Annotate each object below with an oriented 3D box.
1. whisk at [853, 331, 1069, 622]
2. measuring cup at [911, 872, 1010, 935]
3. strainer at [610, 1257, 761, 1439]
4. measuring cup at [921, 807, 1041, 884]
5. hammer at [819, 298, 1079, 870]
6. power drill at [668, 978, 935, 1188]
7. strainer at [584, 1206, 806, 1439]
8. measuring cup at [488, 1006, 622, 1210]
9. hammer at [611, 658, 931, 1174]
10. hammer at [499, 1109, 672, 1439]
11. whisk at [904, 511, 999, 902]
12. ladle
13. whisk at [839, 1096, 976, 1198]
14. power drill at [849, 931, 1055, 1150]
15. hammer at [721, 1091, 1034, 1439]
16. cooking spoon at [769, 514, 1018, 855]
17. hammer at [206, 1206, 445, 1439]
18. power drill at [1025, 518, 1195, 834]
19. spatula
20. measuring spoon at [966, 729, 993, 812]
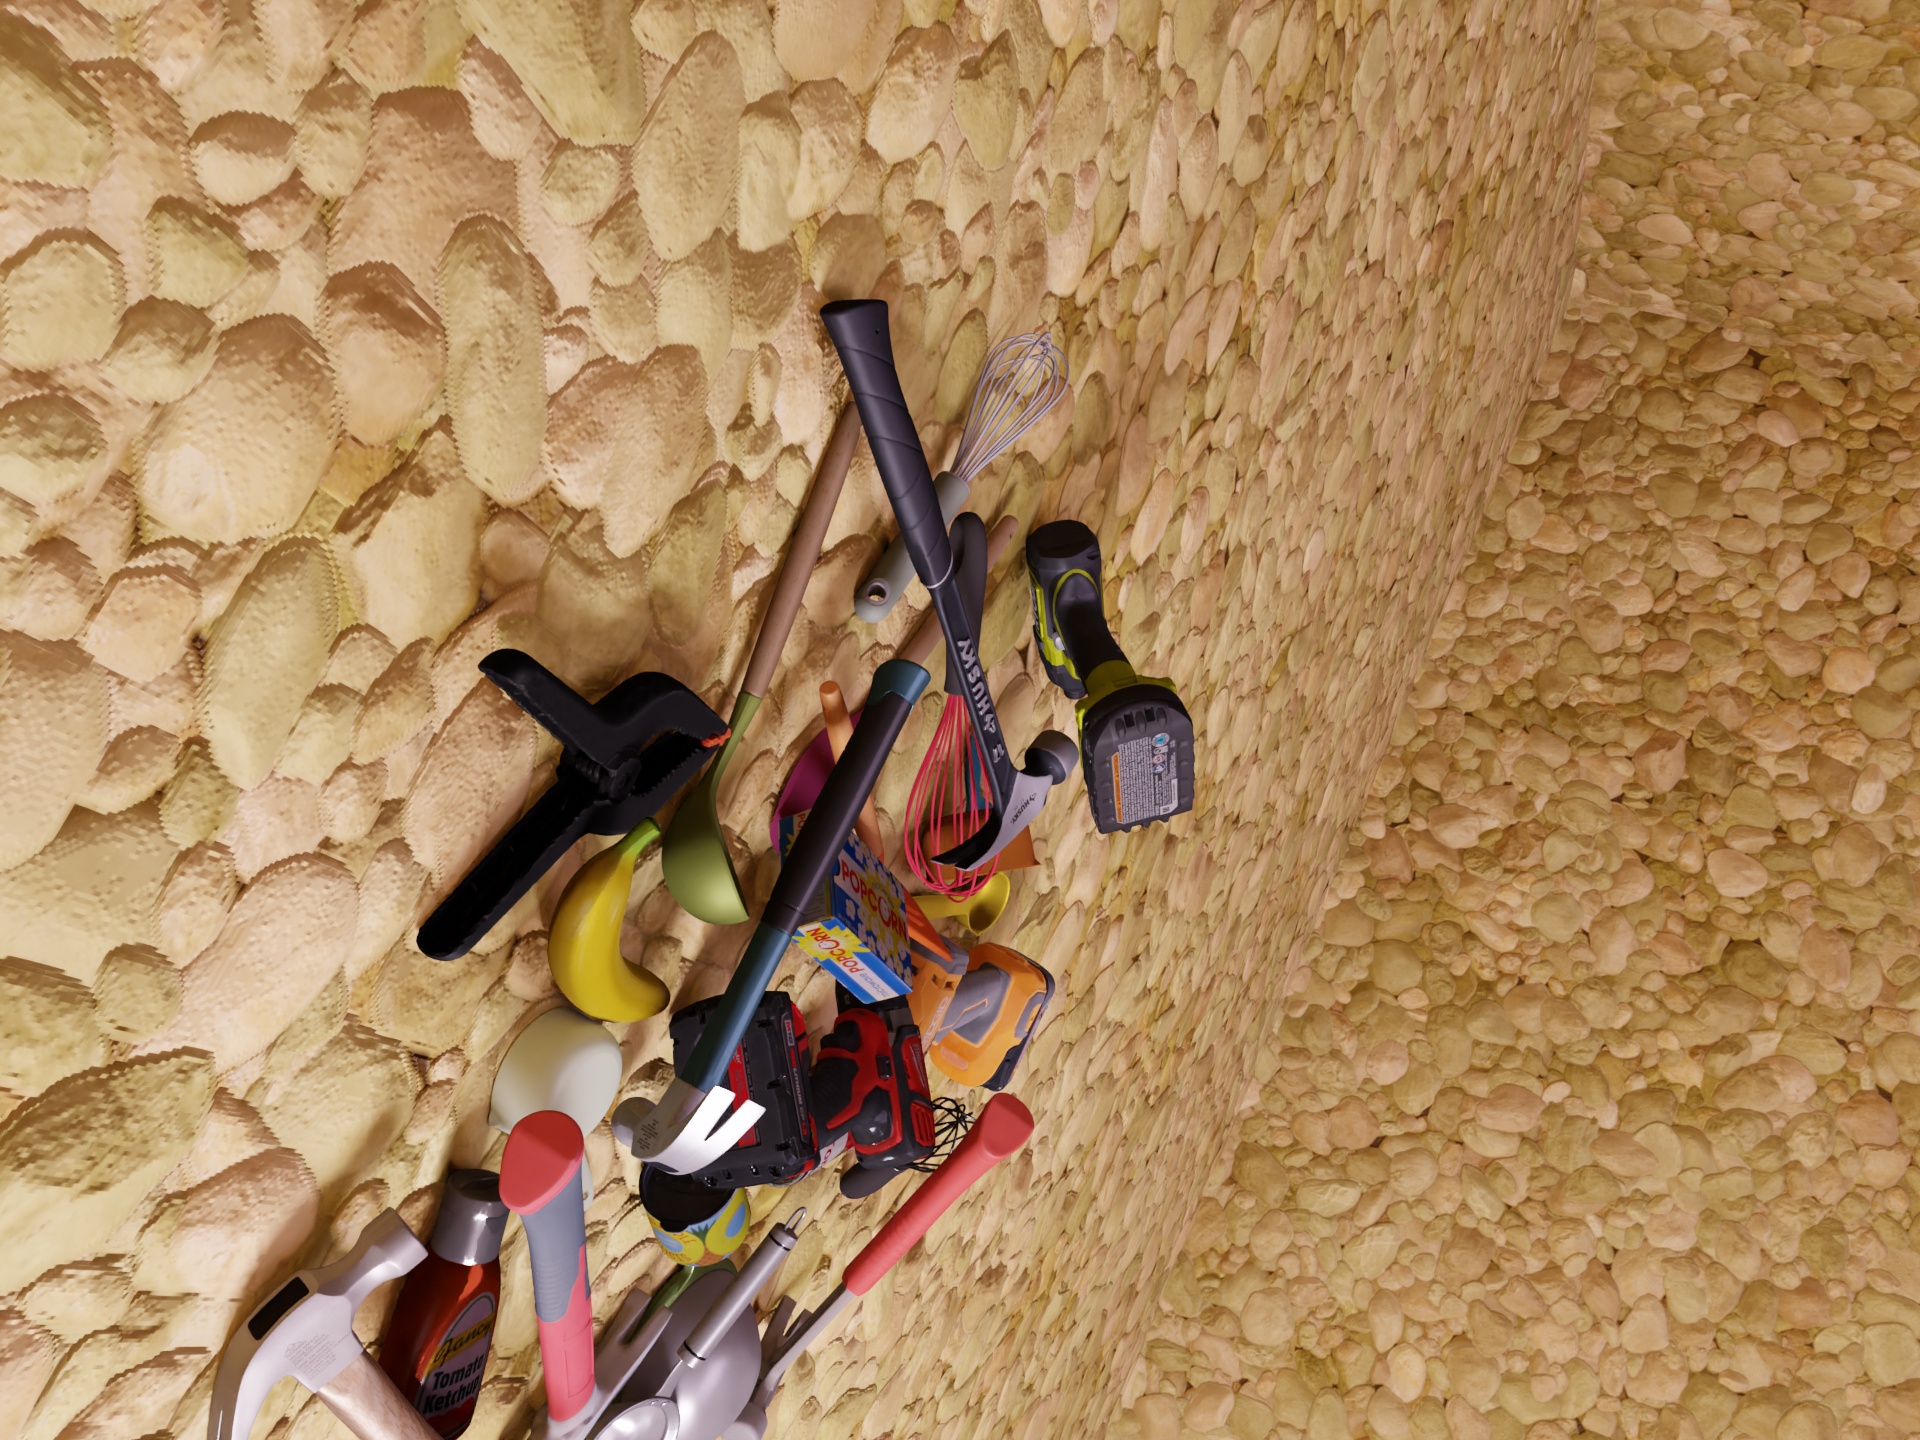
[{"bbox_3d":[0.000,-0.166,1.072,0.246,0.058,0.059,-57,174,-16],"label":"whisk"},{"bbox_3d":[-0.014,0.148,1.324,0.156,0.029,0.062,6,107,-54],"label":"measuring cup"},{"bbox_3d":[-0.171,0.419,1.129,0.151,0.069,0.256,-14,122,-62],"label":"strainer"},{"bbox_3d":[0.022,0.098,1.291,0.173,0.095,0.052,5,74,-77],"label":"measuring cup"},{"bbox_3d":[-0.014,-0.079,1.011,0.149,0.036,0.408,-50,136,-36],"label":"hammer"},{"bbox_3d":[-0.096,0.217,1.077,0.226,0.080,0.188,14,63,-62],"label":"power drill"},{"bbox_3d":[-0.185,0.429,1.063,0.258,0.050,0.086,-52,142,-5],"label":"strainer"},{"bbox_3d":[-0.220,0.238,0.918,0.083,0.038,0.167,-47,146,-41],"label":"measuring cup"},{"bbox_3d":[-0.104,0.111,0.945,0.033,0.128,0.331,32,75,-25],"label":"hammer"},{"bbox_3d":[-0.215,0.316,0.902,0.143,0.038,0.386,-50,162,-40],"label":"hammer"},{"bbox_3d":[-0.002,-0.004,1.132,0.073,0.073,0.295,-31,129,-55],"label":"whisk"},{"bbox_3d":[-0.103,-0.036,0.940,0.078,0.062,0.320,146,-36,-82],"label":"ladle"},{"bbox_3d":[-0.045,0.345,1.254,0.055,0.055,0.239,-51,-177,-37],"label":"whisk"},{"bbox_3d":[-0.022,0.266,1.325,0.185,0.084,0.226,-64,152,2],"label":"power drill"},{"bbox_3d":[-0.059,0.391,1.175,0.359,0.036,0.149,-52,-178,26],"label":"hammer"},{"bbox_3d":[-0.041,-0.033,1.118,0.319,0.017,0.068,-56,153,-27],"label":"cooking spoon"},{"bbox_3d":[-0.274,0.402,0.833,0.130,0.031,0.331,-38,129,-26],"label":"hammer"},{"bbox_3d":[0.109,-0.026,1.240,0.171,0.080,0.223,80,-7,-45],"label":"power drill"},{"bbox_3d":[-0.057,0.072,1.105,0.041,0.081,0.322,-28,145,-14],"label":"spatula"},{"bbox_3d":[0.019,0.055,1.310,0.042,0.021,0.128,-49,151,-40],"label":"measuring spoon"}]
